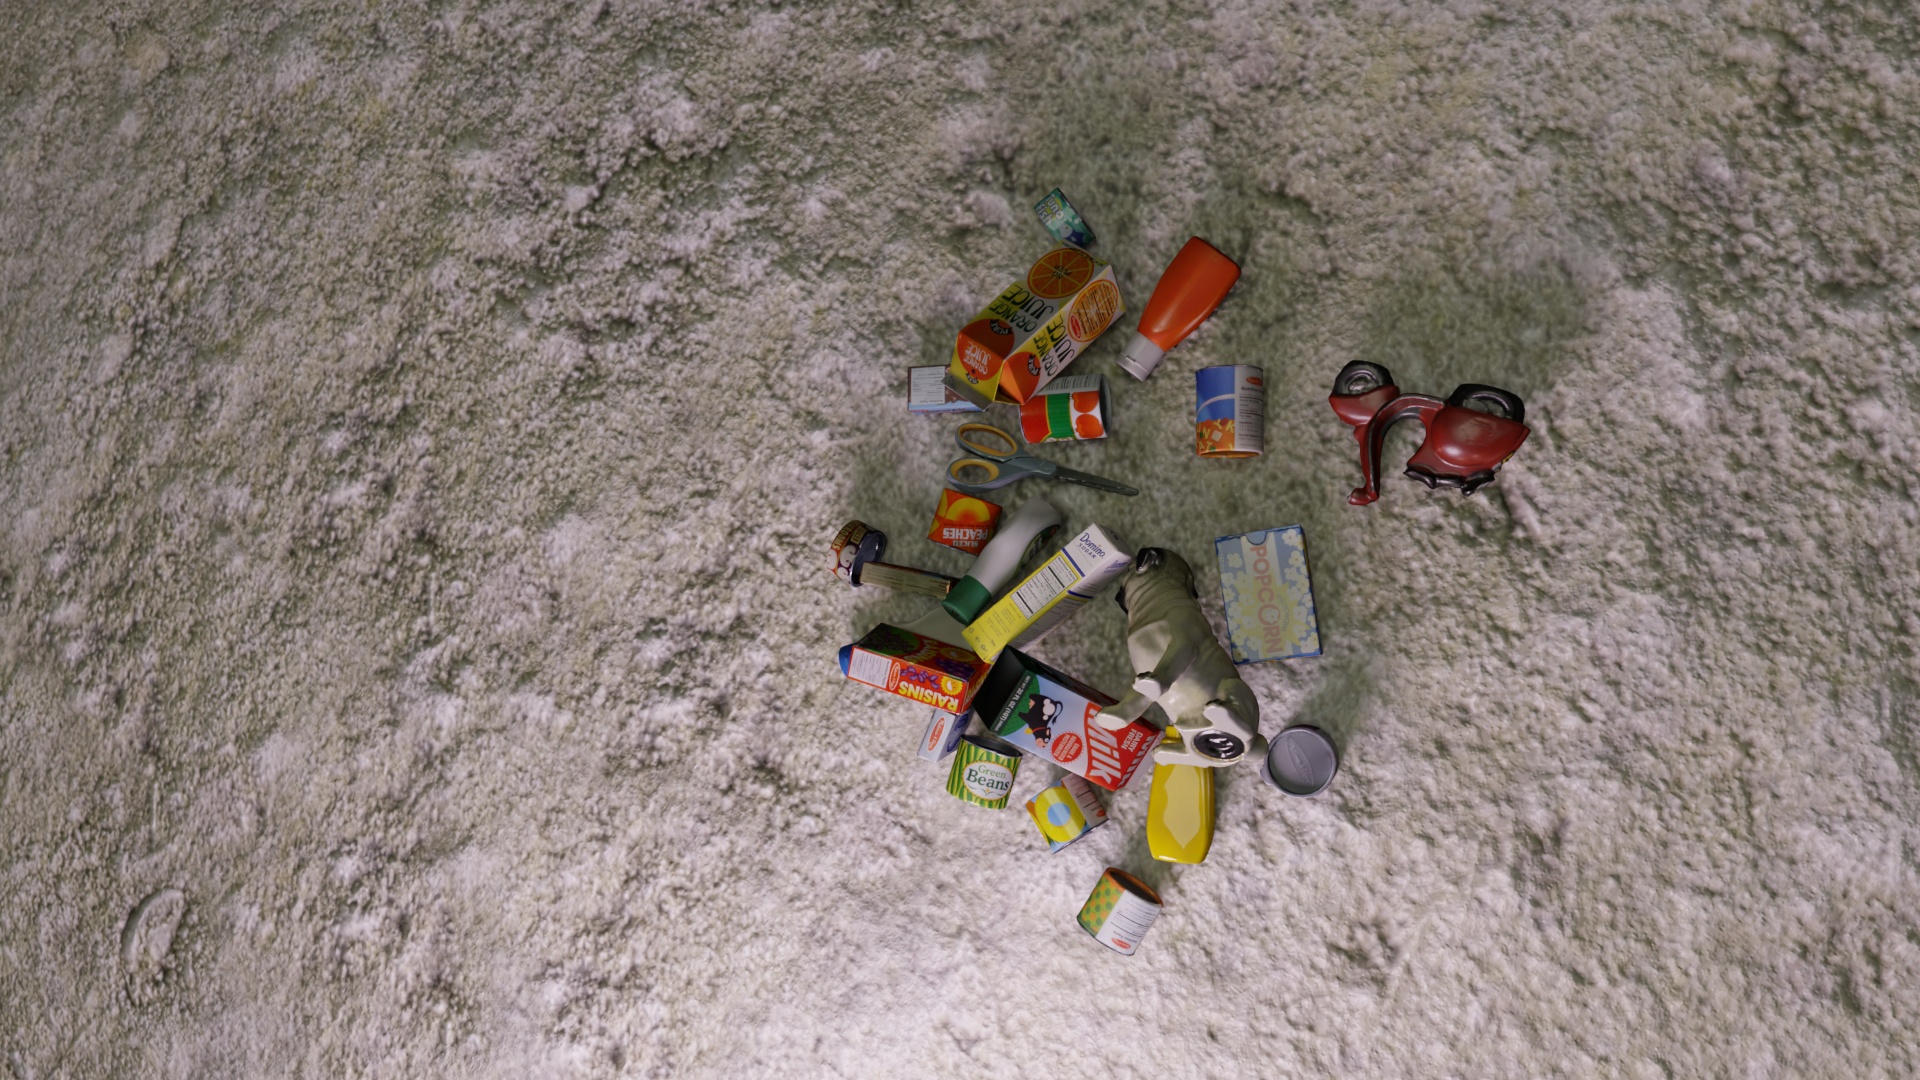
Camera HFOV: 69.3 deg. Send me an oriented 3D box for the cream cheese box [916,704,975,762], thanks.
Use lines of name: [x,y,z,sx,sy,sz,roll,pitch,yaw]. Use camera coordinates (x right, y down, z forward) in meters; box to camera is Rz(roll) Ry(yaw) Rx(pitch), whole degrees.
cream cheese box: [-0.014,0.191,1.409,0.024,0.104,0.053,24,95,12]

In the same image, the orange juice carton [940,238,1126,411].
orange juice carton: [0.069,-0.207,1.393,0.193,0.072,0.072,-43,52,-11]

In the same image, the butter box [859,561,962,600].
butter box: [-0.049,0.043,1.462,0.103,0.053,0.024,11,92,20]

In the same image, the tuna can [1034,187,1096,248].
tuna can: [0.107,-0.330,1.434,0.033,0.071,0.071,-37,75,14]

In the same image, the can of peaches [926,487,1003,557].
can of peaches: [0.005,-0.018,1.440,0.071,0.071,0.058,19,91,19]

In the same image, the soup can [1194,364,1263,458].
soup can: [0.263,-0.126,1.367,0.071,0.071,0.084,-1,85,19]

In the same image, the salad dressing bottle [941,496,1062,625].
salad dressing bottle: [0.041,0.021,1.408,0.044,0.064,0.148,39,73,11]

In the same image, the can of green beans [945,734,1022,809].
can of green beans: [0.024,0.235,1.412,0.071,0.071,0.058,17,91,19]

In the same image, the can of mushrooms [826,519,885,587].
can of mushrooms: [-0.111,0.012,1.476,0.033,0.071,0.071,27,94,20]

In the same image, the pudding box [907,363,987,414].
pudding box: [-0.014,-0.161,1.480,0.083,0.030,0.049,-2,84,18]

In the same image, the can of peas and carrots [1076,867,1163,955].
can of peas and carrots: [0.155,0.361,1.359,0.071,0.071,0.058,32,96,18]

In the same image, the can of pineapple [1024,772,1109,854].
can of pineapple: [0.104,0.271,1.382,0.071,0.071,0.058,-35,75,13]

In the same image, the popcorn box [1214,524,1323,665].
popcorn box: [0.300,0.054,1.351,0.085,0.038,0.127,-10,82,19]

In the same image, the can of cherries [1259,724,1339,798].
can of cherries: [0.322,0.209,1.319,0.071,0.058,0.071,-1,86,18]

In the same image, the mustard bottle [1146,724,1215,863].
mustard bottle: [0.219,0.232,1.357,0.065,0.049,0.160,4,85,17]

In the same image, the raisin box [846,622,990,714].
raisin box: [-0.040,0.127,1.393,0.123,0.086,0.040,17,106,12]

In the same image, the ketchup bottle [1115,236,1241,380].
ketchup bottle: [0.215,-0.231,1.403,0.065,0.043,0.148,40,98,18]

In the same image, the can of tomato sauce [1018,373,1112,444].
can of tomato sauce: [0.108,-0.133,1.419,0.083,0.071,0.071,-4,84,18]

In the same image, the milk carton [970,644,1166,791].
milk carton: [0.113,0.181,1.358,0.190,0.073,0.072,29,96,-20]

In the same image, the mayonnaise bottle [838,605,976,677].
mayonnaise bottle: [-0.055,0.111,1.464,0.148,0.041,0.065,-16,86,18]
